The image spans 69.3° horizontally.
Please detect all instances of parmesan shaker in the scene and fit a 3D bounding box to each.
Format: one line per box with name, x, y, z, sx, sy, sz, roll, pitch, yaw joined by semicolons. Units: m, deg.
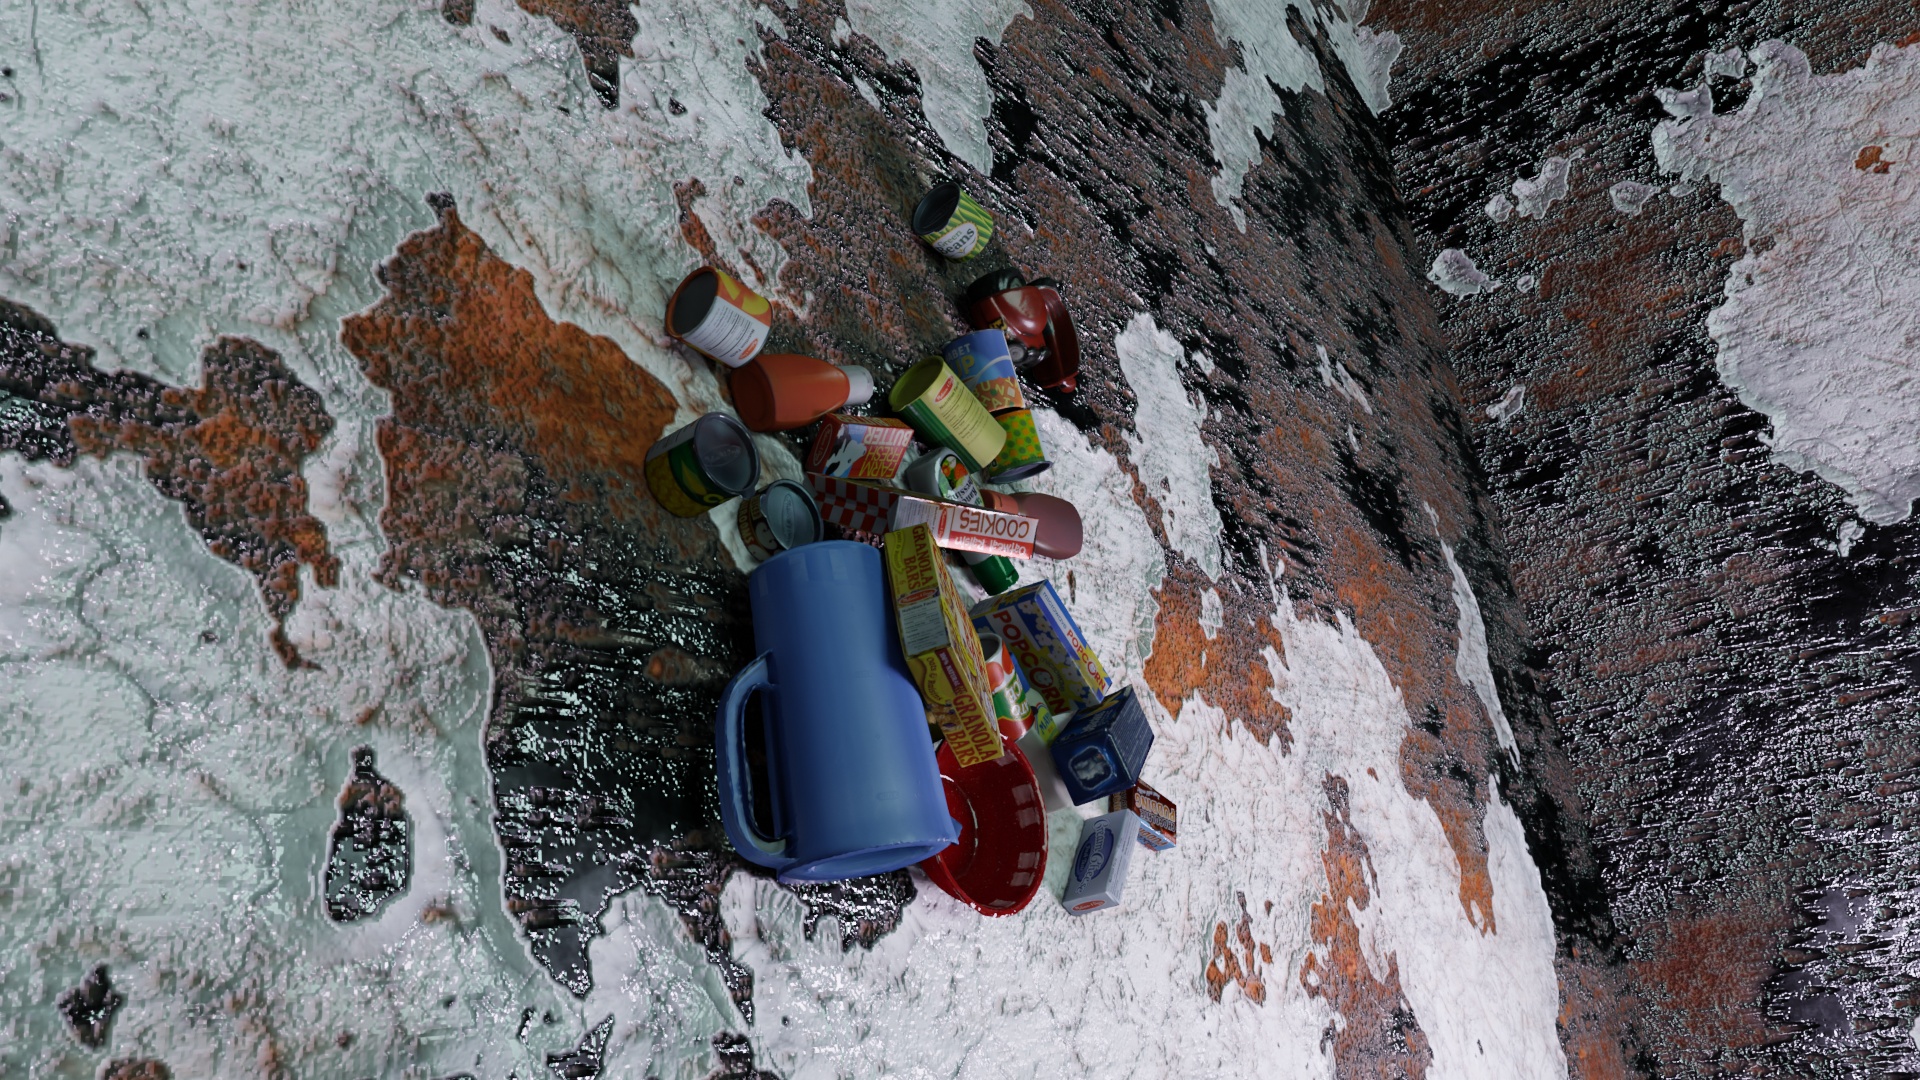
parmesan shaker;-0.013;-0.117;1.337;0.103;0.071;0.072;47;39;-30

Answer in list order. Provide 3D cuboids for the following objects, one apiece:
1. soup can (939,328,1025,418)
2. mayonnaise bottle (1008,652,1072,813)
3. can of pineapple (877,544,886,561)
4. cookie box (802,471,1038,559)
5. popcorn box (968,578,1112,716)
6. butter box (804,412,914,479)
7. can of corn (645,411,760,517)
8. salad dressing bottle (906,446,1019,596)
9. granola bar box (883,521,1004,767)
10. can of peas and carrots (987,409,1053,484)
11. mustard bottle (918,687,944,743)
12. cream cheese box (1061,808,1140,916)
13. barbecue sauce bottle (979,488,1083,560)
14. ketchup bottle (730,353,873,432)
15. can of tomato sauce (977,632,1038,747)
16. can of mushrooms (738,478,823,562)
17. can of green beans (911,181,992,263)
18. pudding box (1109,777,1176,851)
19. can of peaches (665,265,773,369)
soup can;0.021;-0.164;1.412;0.071;0.071;0.084;-3;75;-55
mayonnaise bottle;0.065;0.177;1.295;0.148;0.041;0.065;63;27;-8
can of pineapple;-0.052;0.041;1.191;0.057;0.071;0.071;47;39;-25
cookie box;-0.034;-0.019;1.183;0.167;0.123;0.040;9;94;-45
popcorn box;0.074;0.105;1.310;0.126;0.085;0.038;57;36;-16
butter box;-0.088;-0.082;1.222;0.024;0.053;0.104;33;20;30
can of corn;-0.194;-0.054;1.053;0.071;0.058;0.071;31;48;-42
salad dressing bottle;0.005;-0.017;1.321;0.147;0.044;0.064;58;41;-14
granola bar box;-0.013;0.084;1.092;0.164;0.039;0.125;67;8;-49
can of peas and carrots;0.053;-0.095;1.416;0.071;0.071;0.059;-2;73;-55
mustard bottle;-0.063;0.098;1.156;0.160;0.048;0.066;56;30;-18
cream cheese box;0.133;0.303;1.308;0.024;0.053;0.104;51;37;-21
barbecue sauce bottle;0.066;-0.022;1.411;0.148;0.043;0.065;15;60;-50
ketchup bottle;-0.131;-0.130;1.197;0.149;0.043;0.064;-15;85;-56
can of tomato sauce;0.023;0.132;1.222;0.071;0.071;0.082;-55;129;-52
can of mushrooms;-0.146;-0.015;1.120;0.071;0.033;0.071;31;49;-43
can of green beans;-0.008;-0.335;1.467;0.057;0.071;0.071;34;46;-40
pudding box;0.187;0.278;1.416;0.083;0.030;0.050;39;44;-35
can of peaches;-0.196;-0.181;1.120;0.058;0.071;0.071;28;50;-44
